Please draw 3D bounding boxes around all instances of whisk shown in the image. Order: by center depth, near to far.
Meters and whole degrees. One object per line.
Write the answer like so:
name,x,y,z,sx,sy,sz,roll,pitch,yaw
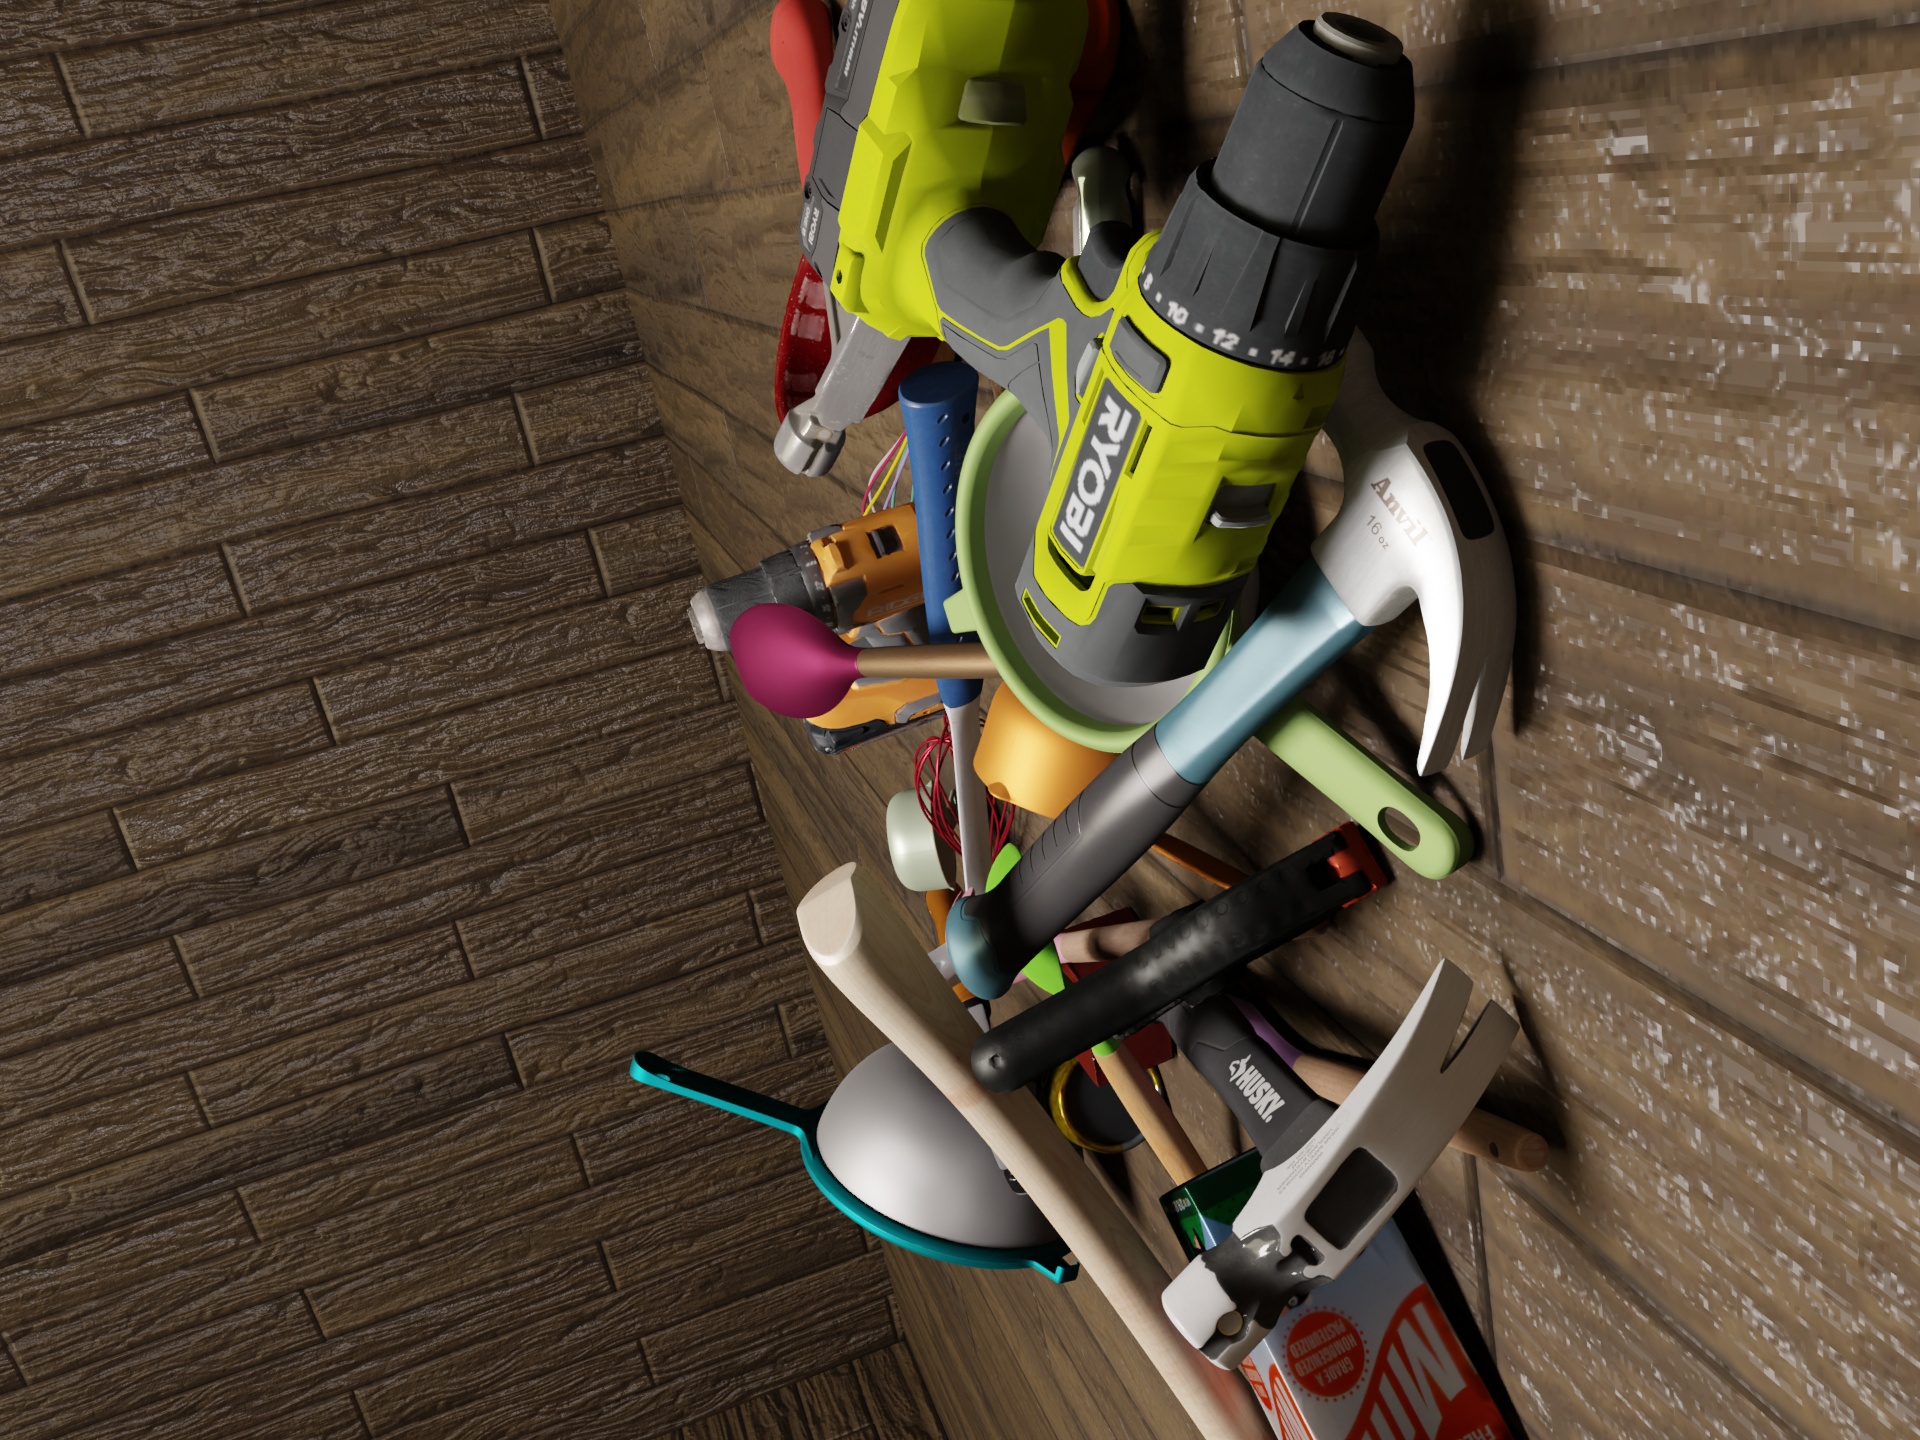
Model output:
whisk,0.060,-0.118,0.680,0.058,0.059,0.246,-76,-15,-57
whisk,-0.030,-0.172,0.987,0.244,0.047,0.051,111,163,-64
whisk,0.016,0.095,1.123,0.295,0.073,0.073,78,168,-50

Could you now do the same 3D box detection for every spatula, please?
spatula,0.158,0.154,0.672,0.316,0.018,0.060,157,100,-78

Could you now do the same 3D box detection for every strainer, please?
strainer,0.102,-0.036,0.598,0.257,0.069,0.151,44,135,31
strainer,-0.059,0.261,1.110,0.211,0.340,0.095,-68,-4,-76

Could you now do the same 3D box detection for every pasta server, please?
pasta server,0.074,0.104,0.783,0.060,0.040,0.316,48,152,-12

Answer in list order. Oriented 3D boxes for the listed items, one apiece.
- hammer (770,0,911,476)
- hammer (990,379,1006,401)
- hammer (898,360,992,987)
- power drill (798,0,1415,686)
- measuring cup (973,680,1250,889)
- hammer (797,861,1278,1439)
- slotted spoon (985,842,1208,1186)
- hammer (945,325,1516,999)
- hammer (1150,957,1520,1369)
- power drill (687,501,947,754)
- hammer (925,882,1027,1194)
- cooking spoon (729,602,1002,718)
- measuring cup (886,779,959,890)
hammer,-0.067,-0.297,0.841,0.149,0.036,0.359,-54,33,40
hammer,0.009,-0.234,0.775,0.130,0.031,0.331,-155,50,-73
hammer,-0.001,-0.003,0.871,0.035,0.144,0.405,30,142,33
power drill,0.037,-0.149,0.488,0.229,0.080,0.190,58,142,37
measuring cup,0.083,0.025,0.737,0.174,0.095,0.052,30,115,39
hammer,0.067,0.225,0.687,0.410,0.038,0.146,54,-161,-11
slotted spoon,0.084,0.180,0.796,0.313,0.031,0.070,58,-179,-32
hammer,0.073,0.017,0.571,0.128,0.033,0.331,60,142,18
hammer,0.117,0.136,0.660,0.035,0.146,0.335,43,180,-4
power drill,-0.076,-0.055,1.030,0.226,0.185,0.084,97,152,-68
hammer,0.004,0.182,1.098,0.337,0.034,0.127,-112,-2,-72
cooking spoon,-0.032,-0.030,0.797,0.319,0.017,0.068,1,112,51
measuring cup,-0.025,0.078,1.188,0.167,0.038,0.083,-62,-39,-79
